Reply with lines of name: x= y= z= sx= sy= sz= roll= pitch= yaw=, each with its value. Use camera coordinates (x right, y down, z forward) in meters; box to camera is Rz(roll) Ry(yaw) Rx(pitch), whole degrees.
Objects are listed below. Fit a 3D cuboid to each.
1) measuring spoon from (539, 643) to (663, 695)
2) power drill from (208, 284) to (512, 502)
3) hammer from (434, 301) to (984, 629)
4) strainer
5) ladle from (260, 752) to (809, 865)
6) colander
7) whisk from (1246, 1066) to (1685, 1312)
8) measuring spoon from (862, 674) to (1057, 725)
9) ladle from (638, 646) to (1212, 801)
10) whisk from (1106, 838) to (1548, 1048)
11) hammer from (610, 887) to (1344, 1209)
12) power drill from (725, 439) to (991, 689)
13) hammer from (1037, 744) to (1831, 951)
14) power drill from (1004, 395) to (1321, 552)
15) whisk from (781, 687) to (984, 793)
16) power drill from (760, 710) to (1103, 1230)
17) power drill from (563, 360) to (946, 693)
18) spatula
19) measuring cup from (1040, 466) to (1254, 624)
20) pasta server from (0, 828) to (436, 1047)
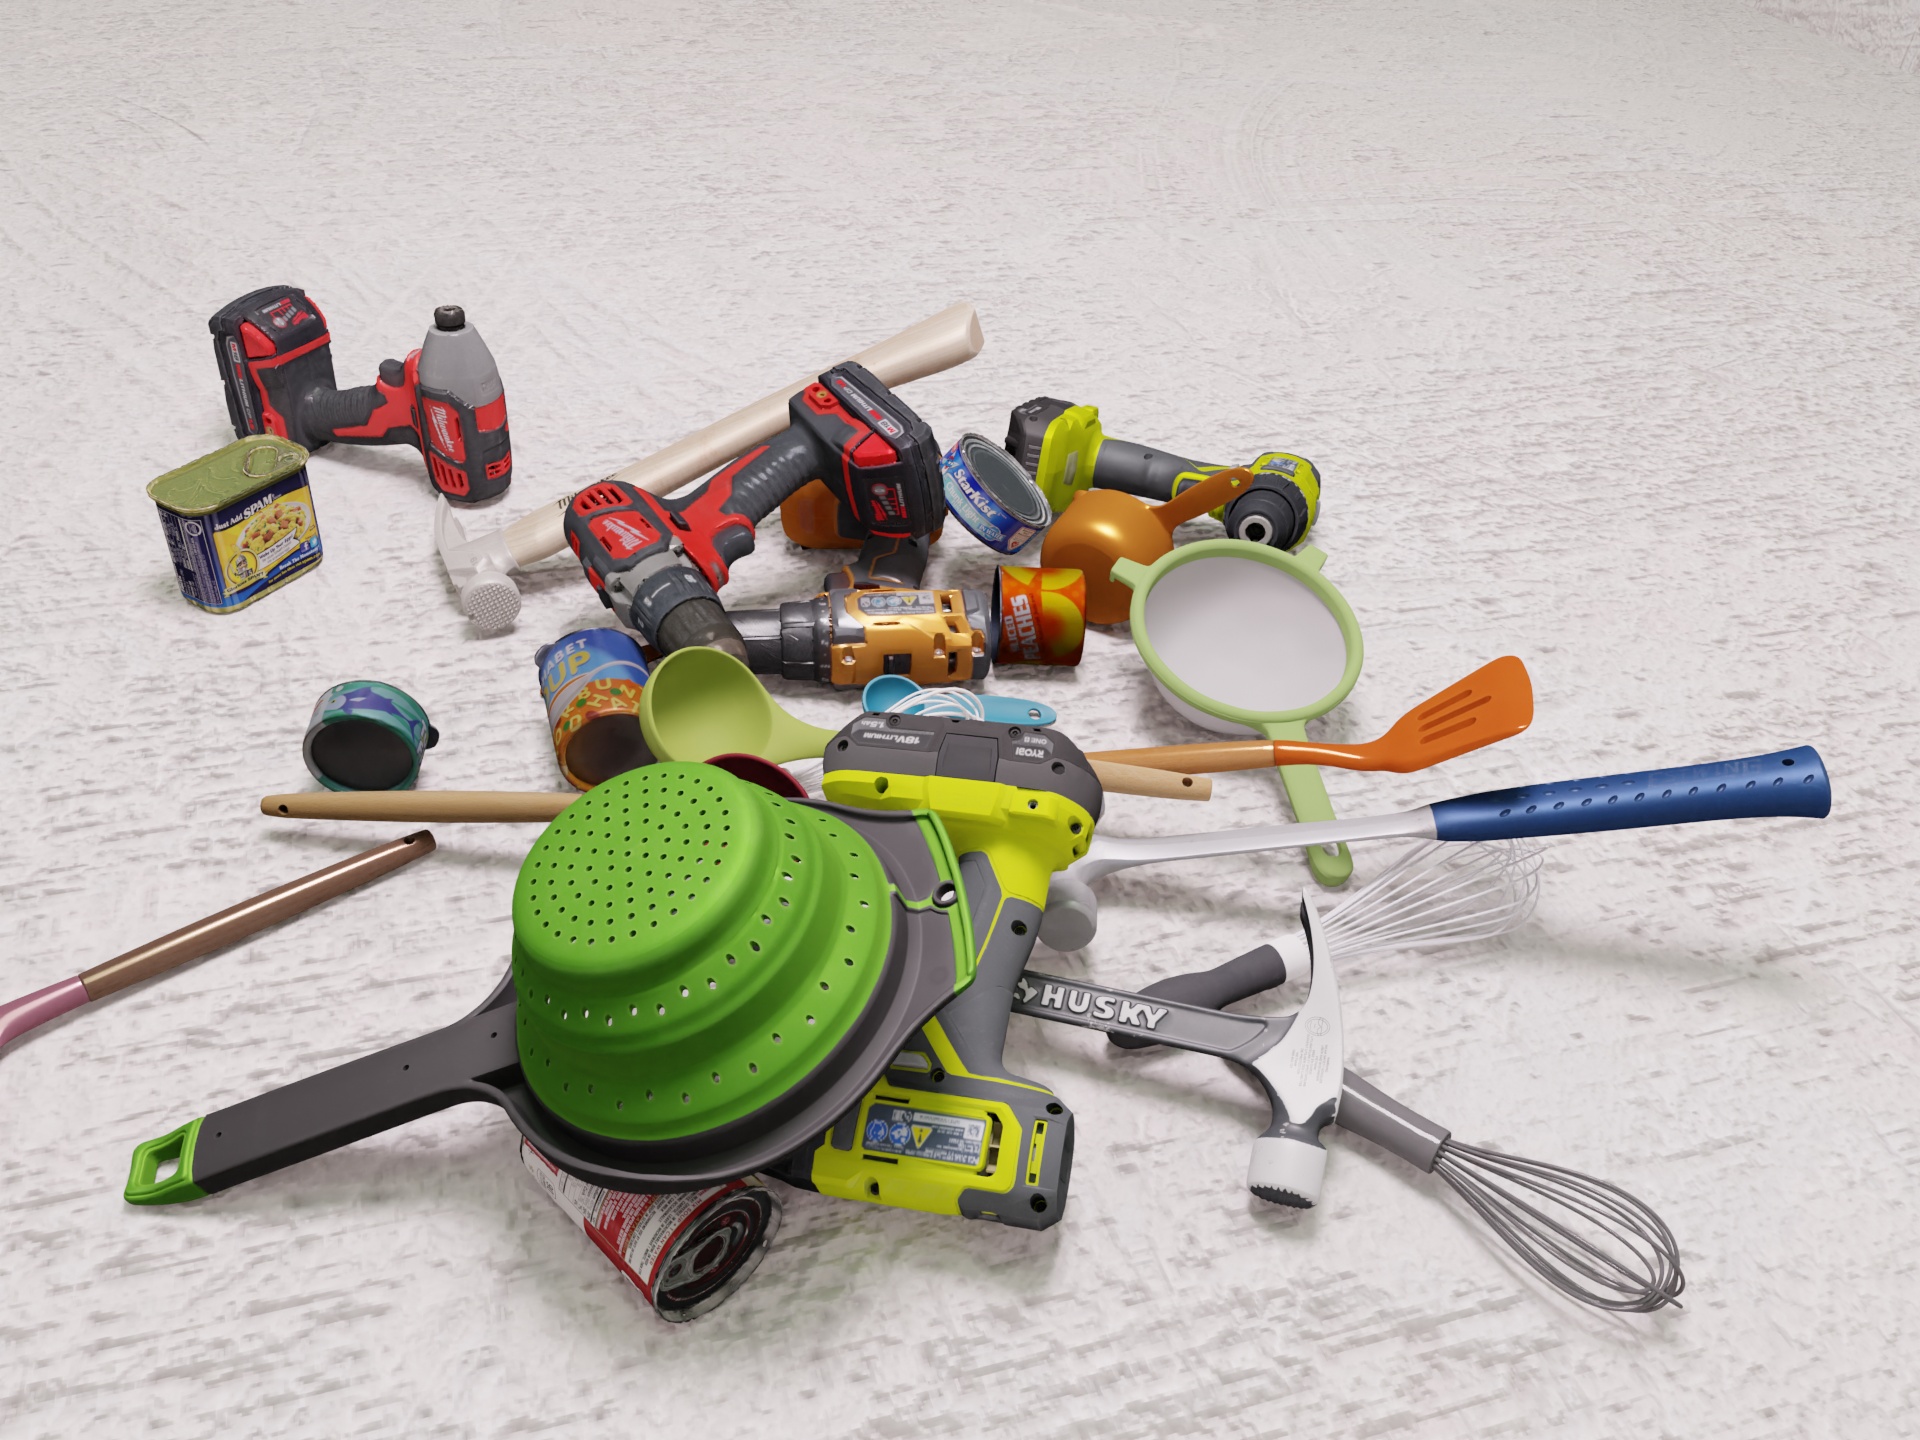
measuring spoon: x=-0.218 y=-0.035 z=1.038 sx=0.117 sy=0.011 sz=0.021 roll=-23 pitch=46 yaw=-26
power drill: x=-0.438 y=-0.251 z=1.184 sx=0.220 sy=0.143 sz=0.079 roll=15 pitch=37 yaw=16
hammer: x=-0.173 y=-0.200 z=1.124 sx=0.410 sy=0.038 sz=0.146 roll=-28 pitch=42 yaw=-9
strainer: x=0.189 y=0.001 z=1.003 sx=0.151 sy=0.069 sz=0.257 roll=-5 pitch=56 yaw=-13
ladle: x=-0.232 y=0.049 z=0.869 sx=0.315 sy=0.069 sz=0.031 roll=0 pitch=13 yaw=6
colander: x=-0.196 y=0.113 z=0.676 sx=0.397 sy=0.094 sz=0.205 roll=-20 pitch=43 yaw=4
whisk: x=0.223 y=0.203 z=0.749 sx=0.239 sy=0.055 sz=0.055 roll=27 pitch=43 yaw=32
measuring spoon: x=-0.002 y=-0.003 z=1.017 sx=0.128 sy=0.021 sz=0.042 roll=5 pitch=55 yaw=-15
ladle: x=-0.020 y=0.014 z=0.881 sx=0.320 sy=0.062 sz=0.078 roll=7 pitch=64 yaw=5
whisk: x=0.201 y=0.116 z=0.853 sx=0.284 sy=0.070 sz=0.070 roll=-19 pitch=43 yaw=-21
hammer: x=-0.011 y=0.123 z=0.806 sx=0.409 sy=0.036 sz=0.149 roll=11 pitch=65 yaw=14
power drill: x=-0.083 y=-0.106 z=1.089 sx=0.185 sy=0.084 sz=0.226 roll=-3 pitch=43 yaw=-7
hammer: x=0.244 y=0.052 z=0.861 sx=0.405 sy=0.035 sz=0.144 roll=-7 pitch=29 yaw=11
power drill: x=0.148 y=-0.172 z=1.165 sx=0.228 sy=0.080 sz=0.190 roll=15 pitch=20 yaw=13
whisk: x=-0.093 y=0.037 z=0.929 sx=0.246 sy=0.059 sz=0.058 roll=-20 pitch=39 yaw=-21
power drill: x=-0.022 y=0.114 z=0.752 sx=0.171 sy=0.080 sz=0.223 roll=6 pitch=65 yaw=12
power drill: x=-0.120 y=-0.119 z=1.005 sx=0.226 sy=0.080 sz=0.188 roll=-30 pitch=52 yaw=-17
spatula: x=0.151 y=0.012 z=0.891 sx=0.322 sy=0.041 sz=0.081 roll=-5 pitch=29 yaw=16
measuring cup: x=0.124 y=-0.122 z=1.070 sx=0.095 sy=0.173 sz=0.052 roll=51 pitch=50 yaw=-12
pasta server: x=-0.412 y=0.118 z=0.797 sx=0.316 sy=0.040 sz=0.060 roll=-26 pitch=59 yaw=-35
